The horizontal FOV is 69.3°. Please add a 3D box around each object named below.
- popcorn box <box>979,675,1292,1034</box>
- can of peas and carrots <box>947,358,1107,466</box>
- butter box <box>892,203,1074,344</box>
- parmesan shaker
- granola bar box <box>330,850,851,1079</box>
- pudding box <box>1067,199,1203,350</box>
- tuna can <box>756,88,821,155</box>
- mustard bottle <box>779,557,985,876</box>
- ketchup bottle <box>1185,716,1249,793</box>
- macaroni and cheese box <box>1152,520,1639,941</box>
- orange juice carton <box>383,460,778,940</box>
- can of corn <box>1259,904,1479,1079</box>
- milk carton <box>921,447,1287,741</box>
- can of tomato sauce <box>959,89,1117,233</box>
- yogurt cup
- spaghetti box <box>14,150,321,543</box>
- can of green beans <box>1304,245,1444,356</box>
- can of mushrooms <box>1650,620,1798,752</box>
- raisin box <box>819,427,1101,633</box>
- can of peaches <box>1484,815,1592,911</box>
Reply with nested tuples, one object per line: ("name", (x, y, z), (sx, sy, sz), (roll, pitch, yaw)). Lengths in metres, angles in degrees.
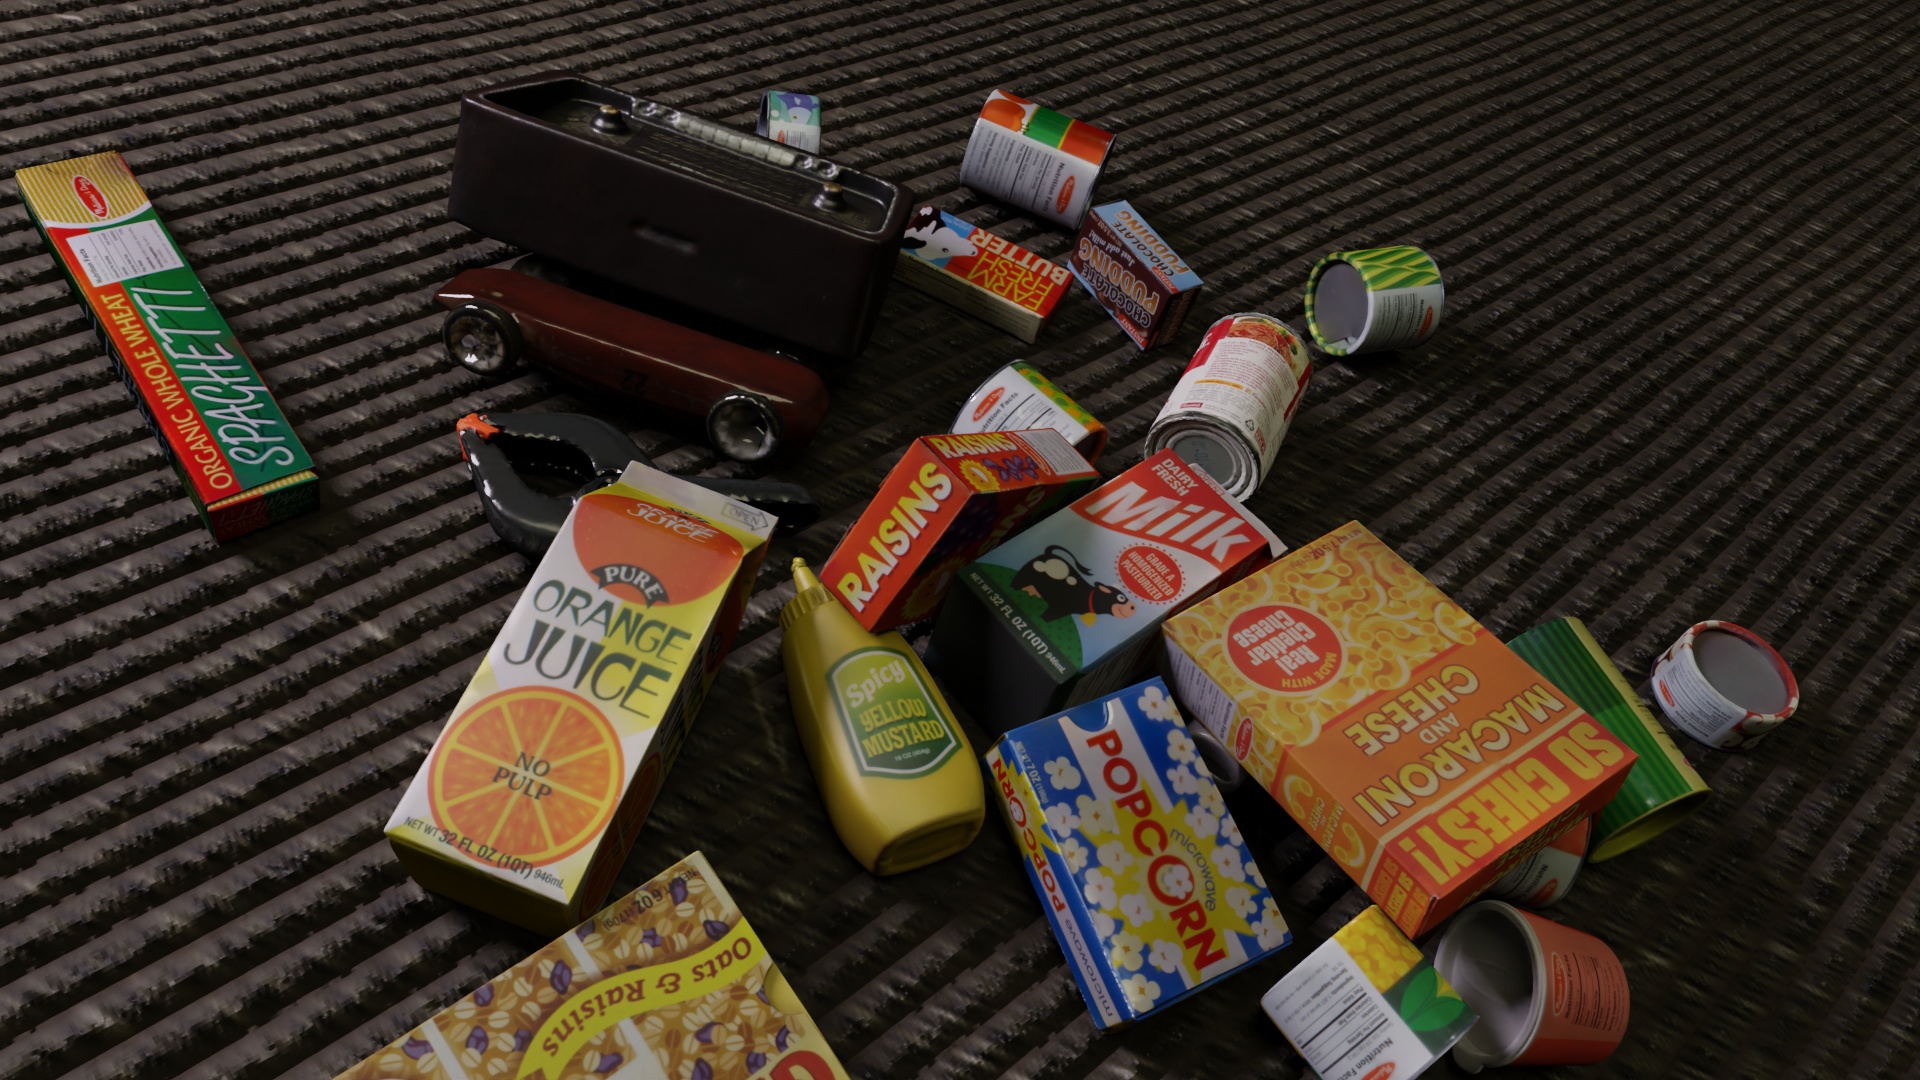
("popcorn box", (0.074, 0.132, 0.593), (0.085, 0.038, 0.127), (-16, 70, -26))
("can of peas and carrots", (0.036, -0.051, 0.731), (0.059, 0.070, 0.071), (41, 52, 17))
("butter box", (0.012, -0.161, 0.840), (0.103, 0.024, 0.053), (26, 50, 6))
("parmesan shaker", (0.310, 0.099, 0.691), (0.071, 0.071, 0.103), (-10, 54, -24))
("granola bar box", (-0.127, 0.203, 0.473), (0.166, 0.039, 0.124), (-29, 75, -34))
("pudding box", (0.106, -0.163, 0.854), (0.030, 0.049, 0.084), (-20, 60, -31))
("tuna can", (-0.106, -0.238, 0.841), (0.033, 0.070, 0.071), (4, 51, -15))
("mustard bottle", (-0.046, 0.067, 0.617), (0.065, 0.048, 0.161), (-13, 56, -28))
("ketchup bottle", (0.157, 0.065, 0.685), (0.065, 0.043, 0.149), (35, 51, 17))
("macaroni and cheese box", (0.186, 0.076, 0.613), (0.124, 0.040, 0.167), (-25, 51, -23))
("orange juice carton", (-0.143, 0.054, 0.559), (0.072, 0.072, 0.193), (22, 60, 1))
("can of corn", (0.167, 0.192, 0.569), (0.071, 0.070, 0.058), (-25, 62, -32))
("milk carton", (0.079, 0.020, 0.678), (0.191, 0.073, 0.072), (-29, 65, -34))
("can of tomato sauce", (0.050, -0.245, 0.894), (0.083, 0.070, 0.071), (22, 49, 3))
("yogurt cup", (0.245, 0.192, 0.594), (0.054, 0.072, 0.073), (14, 48, -16))
("spaghetti box", (-0.382, -0.099, 0.666), (0.050, 0.028, 0.250), (-25, 62, -32))
("can of green beans", (0.261, -0.152, 0.880), (0.058, 0.071, 0.071), (-10, 55, -23))
("can of mushrooms", (0.419, 0.078, 0.760), (0.071, 0.033, 0.071), (8, 49, -10))
("raisin box", (0.002, -0.008, 0.640), (0.040, 0.085, 0.124), (46, 26, 18))
("can of peaches", (0.247, 0.129, 0.645), (0.058, 0.070, 0.071), (18, 49, -1))
